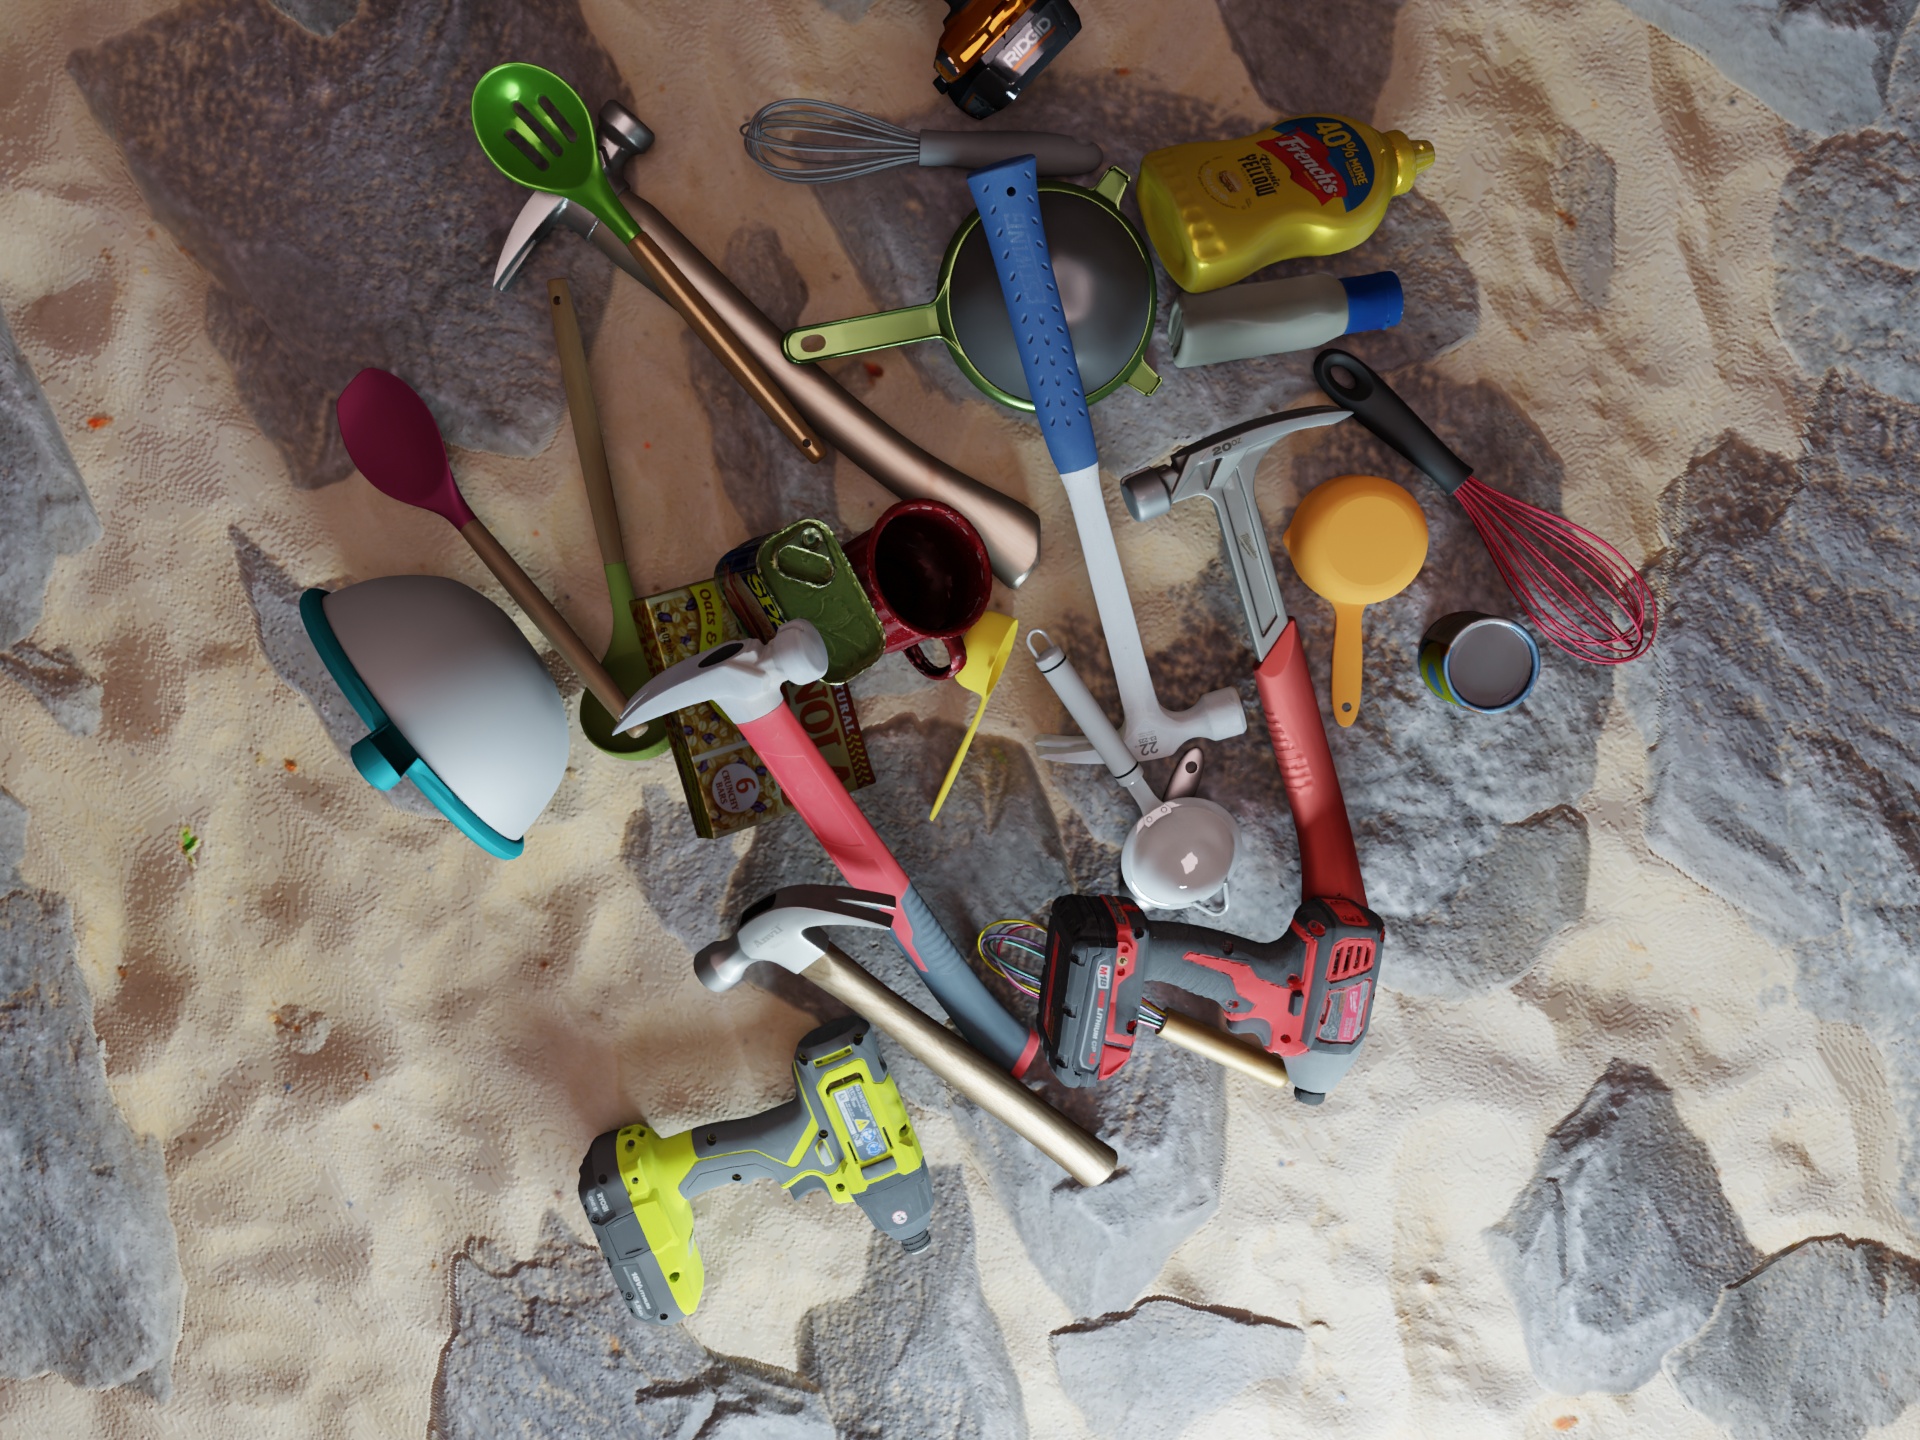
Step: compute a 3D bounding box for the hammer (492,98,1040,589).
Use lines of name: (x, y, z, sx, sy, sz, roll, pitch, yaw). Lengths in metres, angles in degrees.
hammer: (-0.117, -0.223, 1.067, 0.410, 0.038, 0.146, 40, 97, -5)

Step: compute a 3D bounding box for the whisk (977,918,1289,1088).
whisk: (0.124, 0.200, 1.117, 0.245, 0.051, 0.047, 25, 91, -6)

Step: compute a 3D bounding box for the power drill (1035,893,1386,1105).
power drill: (0.168, 0.187, 1.060, 0.219, 0.079, 0.143, 4, 106, -9)

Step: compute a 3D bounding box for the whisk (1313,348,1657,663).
whisk: (0.349, -0.146, 1.065, 0.296, 0.073, 0.073, 43, 96, 1)

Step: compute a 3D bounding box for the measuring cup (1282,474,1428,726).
measuring cup: (0.268, -0.080, 1.073, 0.095, 0.052, 0.173, 1, 95, 0)

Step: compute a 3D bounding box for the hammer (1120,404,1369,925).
hammer: (0.224, -0.021, 1.049, 0.149, 0.037, 0.358, -21, 110, -3)

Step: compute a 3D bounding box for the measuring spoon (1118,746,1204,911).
measuring spoon: (0.144, 0.077, 1.112, 0.034, 0.018, 0.124, 20, 96, -2)

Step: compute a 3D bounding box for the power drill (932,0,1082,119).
power drill: (-0.036, -0.486, 0.985, 0.084, 0.164, 0.226, -45, 108, 5)

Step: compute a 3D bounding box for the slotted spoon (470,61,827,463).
slotted spoon: (-0.194, -0.289, 1.027, 0.070, 0.031, 0.313, -40, 98, 8)

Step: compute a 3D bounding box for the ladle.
ladle: (-0.238, -0.130, 1.054, 0.078, 0.062, 0.320, -8, 102, 7)

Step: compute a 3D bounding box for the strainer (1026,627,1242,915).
strainer: (0.116, 0.043, 1.068, 0.087, 0.050, 0.258, -34, 107, 4)

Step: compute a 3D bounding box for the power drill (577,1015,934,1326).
power drill: (-0.138, 0.327, 1.119, 0.223, 0.080, 0.171, -22, 96, 0)

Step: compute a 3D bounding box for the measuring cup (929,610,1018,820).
measuring cup: (-0.002, -0.003, 1.092, 0.029, 0.062, 0.156, 25, 107, 7)

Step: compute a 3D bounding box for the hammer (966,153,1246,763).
hammer: (0.073, -0.151, 1.022, 0.144, 0.035, 0.405, -16, 114, 4)

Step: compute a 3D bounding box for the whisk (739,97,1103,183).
whisk: (-0.025, -0.376, 1.042, 0.239, 0.055, 0.055, 2, 97, -4)

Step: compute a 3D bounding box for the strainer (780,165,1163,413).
strainer: (0.013, -0.263, 1.021, 0.256, 0.069, 0.151, -13, 103, -9)

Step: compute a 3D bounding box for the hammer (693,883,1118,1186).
hammer: (-0.013, 0.219, 1.070, 0.331, 0.031, 0.130, 40, 119, -22)

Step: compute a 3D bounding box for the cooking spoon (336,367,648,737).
cooking spoon: (-0.311, -0.110, 1.059, 0.068, 0.017, 0.319, -43, 81, 15)

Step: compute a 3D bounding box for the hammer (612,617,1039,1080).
hammer: (-0.066, 0.109, 1.042, 0.143, 0.038, 0.386, -20, 121, 21)

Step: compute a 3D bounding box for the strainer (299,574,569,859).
strainer: (-0.299, -0.015, 0.951, 0.095, 0.340, 0.211, -37, 102, -7)
